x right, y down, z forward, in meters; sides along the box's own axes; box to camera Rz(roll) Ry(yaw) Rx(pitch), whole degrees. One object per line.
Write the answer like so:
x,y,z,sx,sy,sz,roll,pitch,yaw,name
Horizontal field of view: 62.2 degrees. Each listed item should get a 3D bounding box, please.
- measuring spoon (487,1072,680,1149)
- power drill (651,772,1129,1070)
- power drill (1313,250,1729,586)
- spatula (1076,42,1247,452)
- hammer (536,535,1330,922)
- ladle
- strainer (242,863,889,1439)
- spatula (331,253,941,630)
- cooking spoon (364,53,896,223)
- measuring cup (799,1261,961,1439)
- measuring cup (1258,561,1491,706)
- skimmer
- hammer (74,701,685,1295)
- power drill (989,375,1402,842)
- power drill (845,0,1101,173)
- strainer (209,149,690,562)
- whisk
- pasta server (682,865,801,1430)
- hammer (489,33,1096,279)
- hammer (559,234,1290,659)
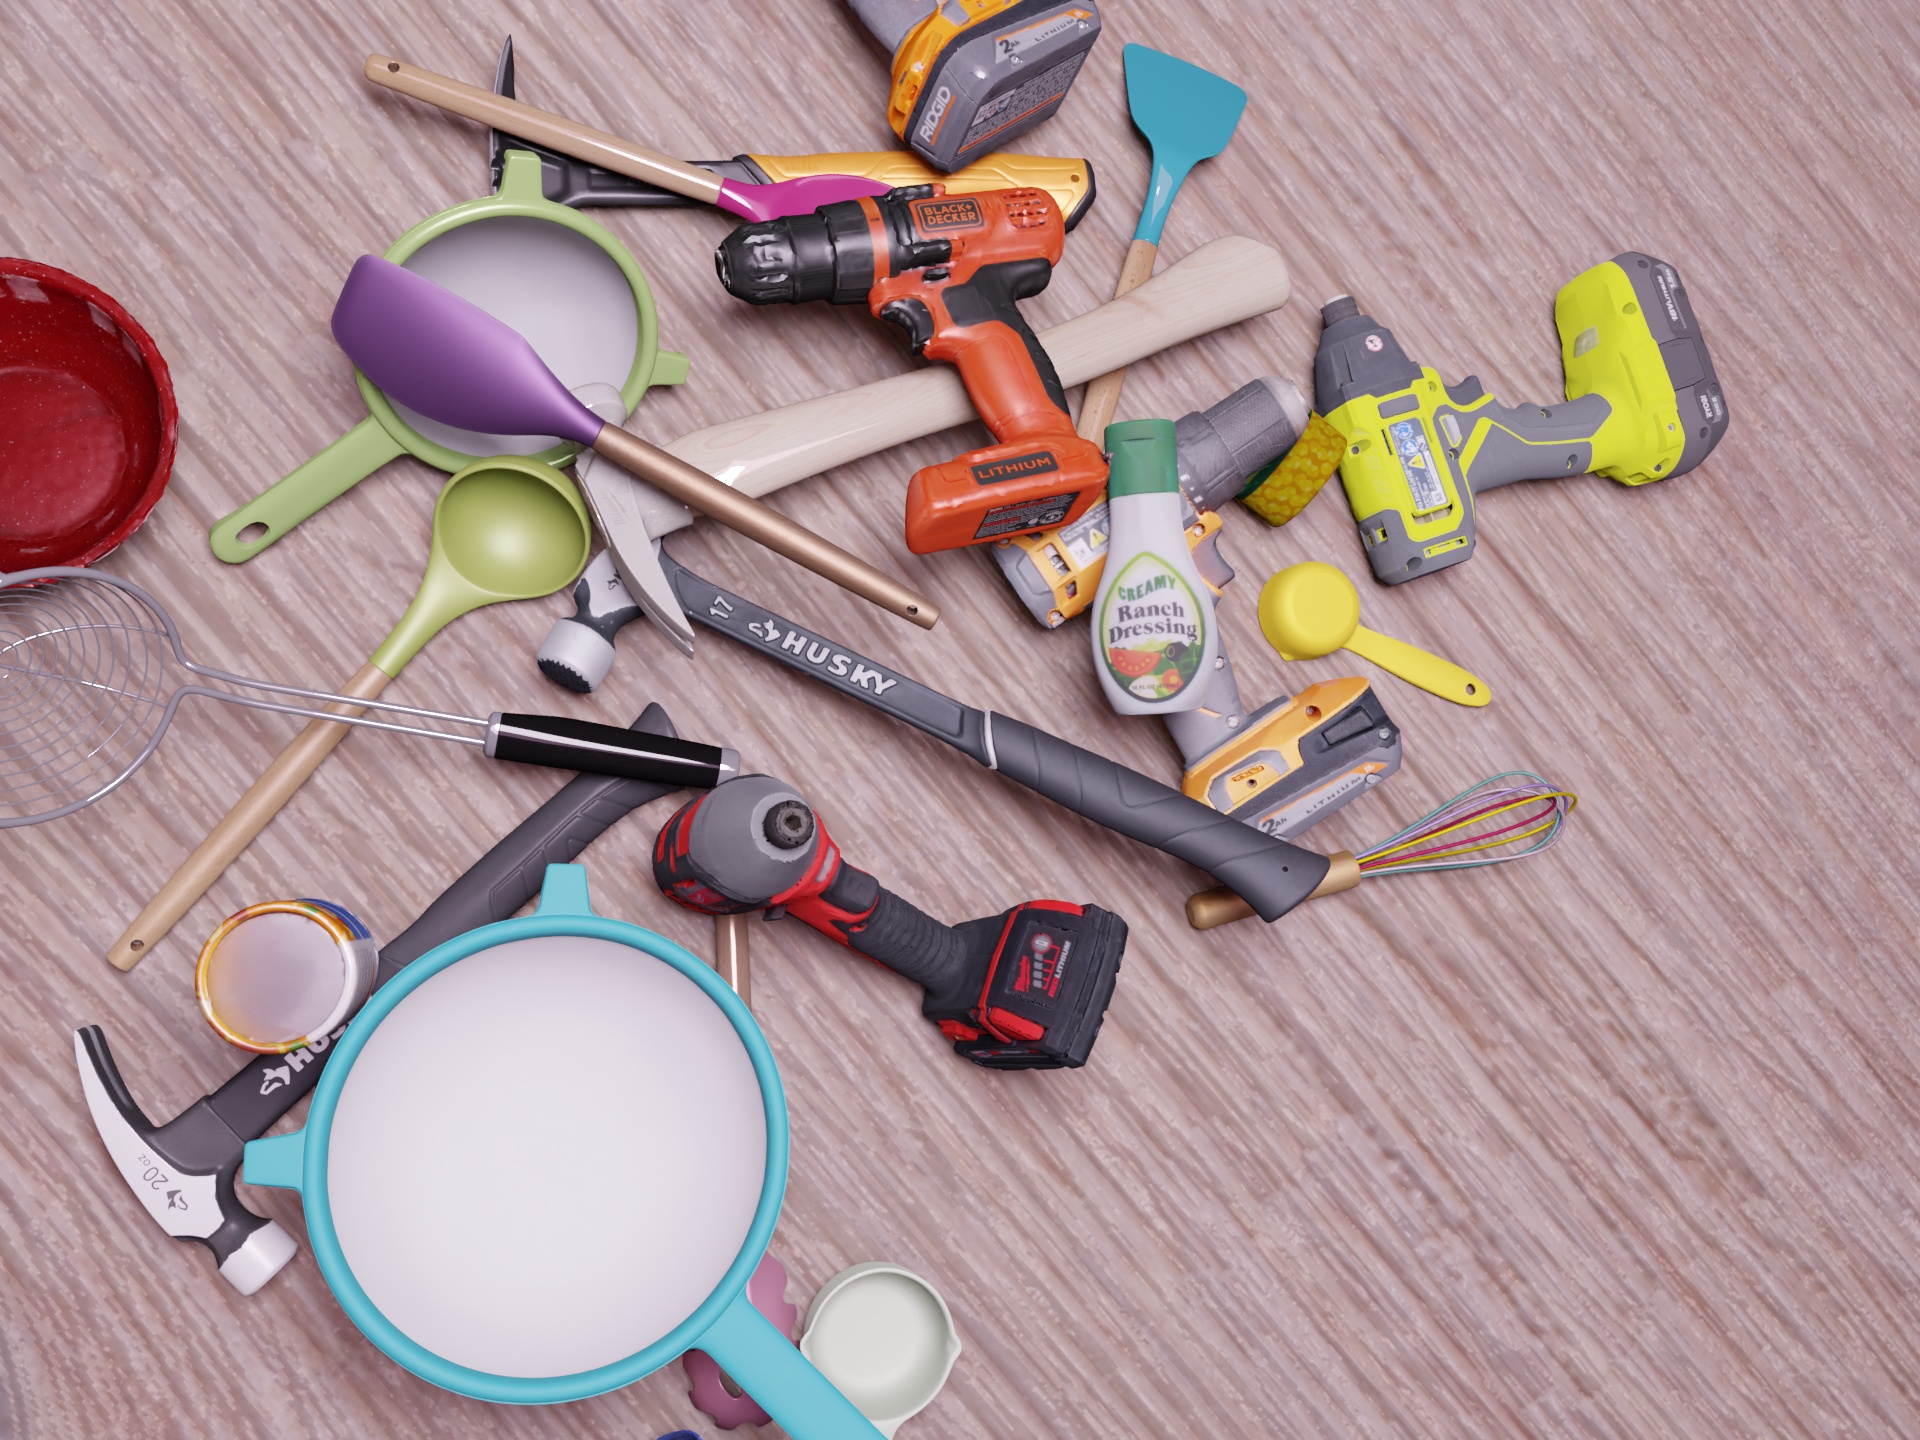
-0.197,0.194,0.804,0.124,0.018,0.034,13,81,-11,measuring spoon
-0.036,0.094,0.781,0.219,0.143,0.079,28,67,-17,power drill
0.325,-0.192,0.949,0.223,0.080,0.171,-18,88,-12,power drill
0.099,-0.249,0.930,0.082,0.044,0.317,17,84,-12,spatula
-0.001,-0.003,0.820,0.409,0.036,0.149,25,66,2,hammer
-0.303,-0.003,0.786,0.078,0.062,0.320,44,78,-25,ladle
-0.146,0.246,0.748,0.340,0.095,0.211,45,70,-1,strainer
-0.150,-0.122,0.760,0.316,0.018,0.059,28,108,-9,spatula
-0.152,-0.289,0.841,0.318,0.017,0.069,17,81,-12,cooking spoon
-0.047,0.361,0.810,0.083,0.038,0.167,5,84,-13,measuring cup
0.250,-0.045,0.934,0.156,0.029,0.062,24,78,-8,measuring cup
-0.279,0.011,0.731,0.363,0.090,0.127,10,115,-17,skimmer
-0.270,0.110,0.789,0.335,0.035,0.146,-43,95,-15,hammer
0.150,-0.057,0.863,0.185,0.084,0.226,-34,92,7,power drill
-0.032,-0.425,0.878,0.226,0.084,0.164,46,57,4,power drill
-0.278,-0.172,0.810,0.256,0.151,0.069,-35,48,2,strainer
0.245,0.076,0.913,0.245,0.047,0.051,-14,88,-11,whisk
-0.116,0.202,0.821,0.060,0.040,0.316,-1,79,-14,pasta server
-0.088,-0.307,0.886,0.336,0.034,0.127,-3,85,-14,hammer
0.004,-0.168,0.846,0.410,0.038,0.146,-23,77,-17,hammer
